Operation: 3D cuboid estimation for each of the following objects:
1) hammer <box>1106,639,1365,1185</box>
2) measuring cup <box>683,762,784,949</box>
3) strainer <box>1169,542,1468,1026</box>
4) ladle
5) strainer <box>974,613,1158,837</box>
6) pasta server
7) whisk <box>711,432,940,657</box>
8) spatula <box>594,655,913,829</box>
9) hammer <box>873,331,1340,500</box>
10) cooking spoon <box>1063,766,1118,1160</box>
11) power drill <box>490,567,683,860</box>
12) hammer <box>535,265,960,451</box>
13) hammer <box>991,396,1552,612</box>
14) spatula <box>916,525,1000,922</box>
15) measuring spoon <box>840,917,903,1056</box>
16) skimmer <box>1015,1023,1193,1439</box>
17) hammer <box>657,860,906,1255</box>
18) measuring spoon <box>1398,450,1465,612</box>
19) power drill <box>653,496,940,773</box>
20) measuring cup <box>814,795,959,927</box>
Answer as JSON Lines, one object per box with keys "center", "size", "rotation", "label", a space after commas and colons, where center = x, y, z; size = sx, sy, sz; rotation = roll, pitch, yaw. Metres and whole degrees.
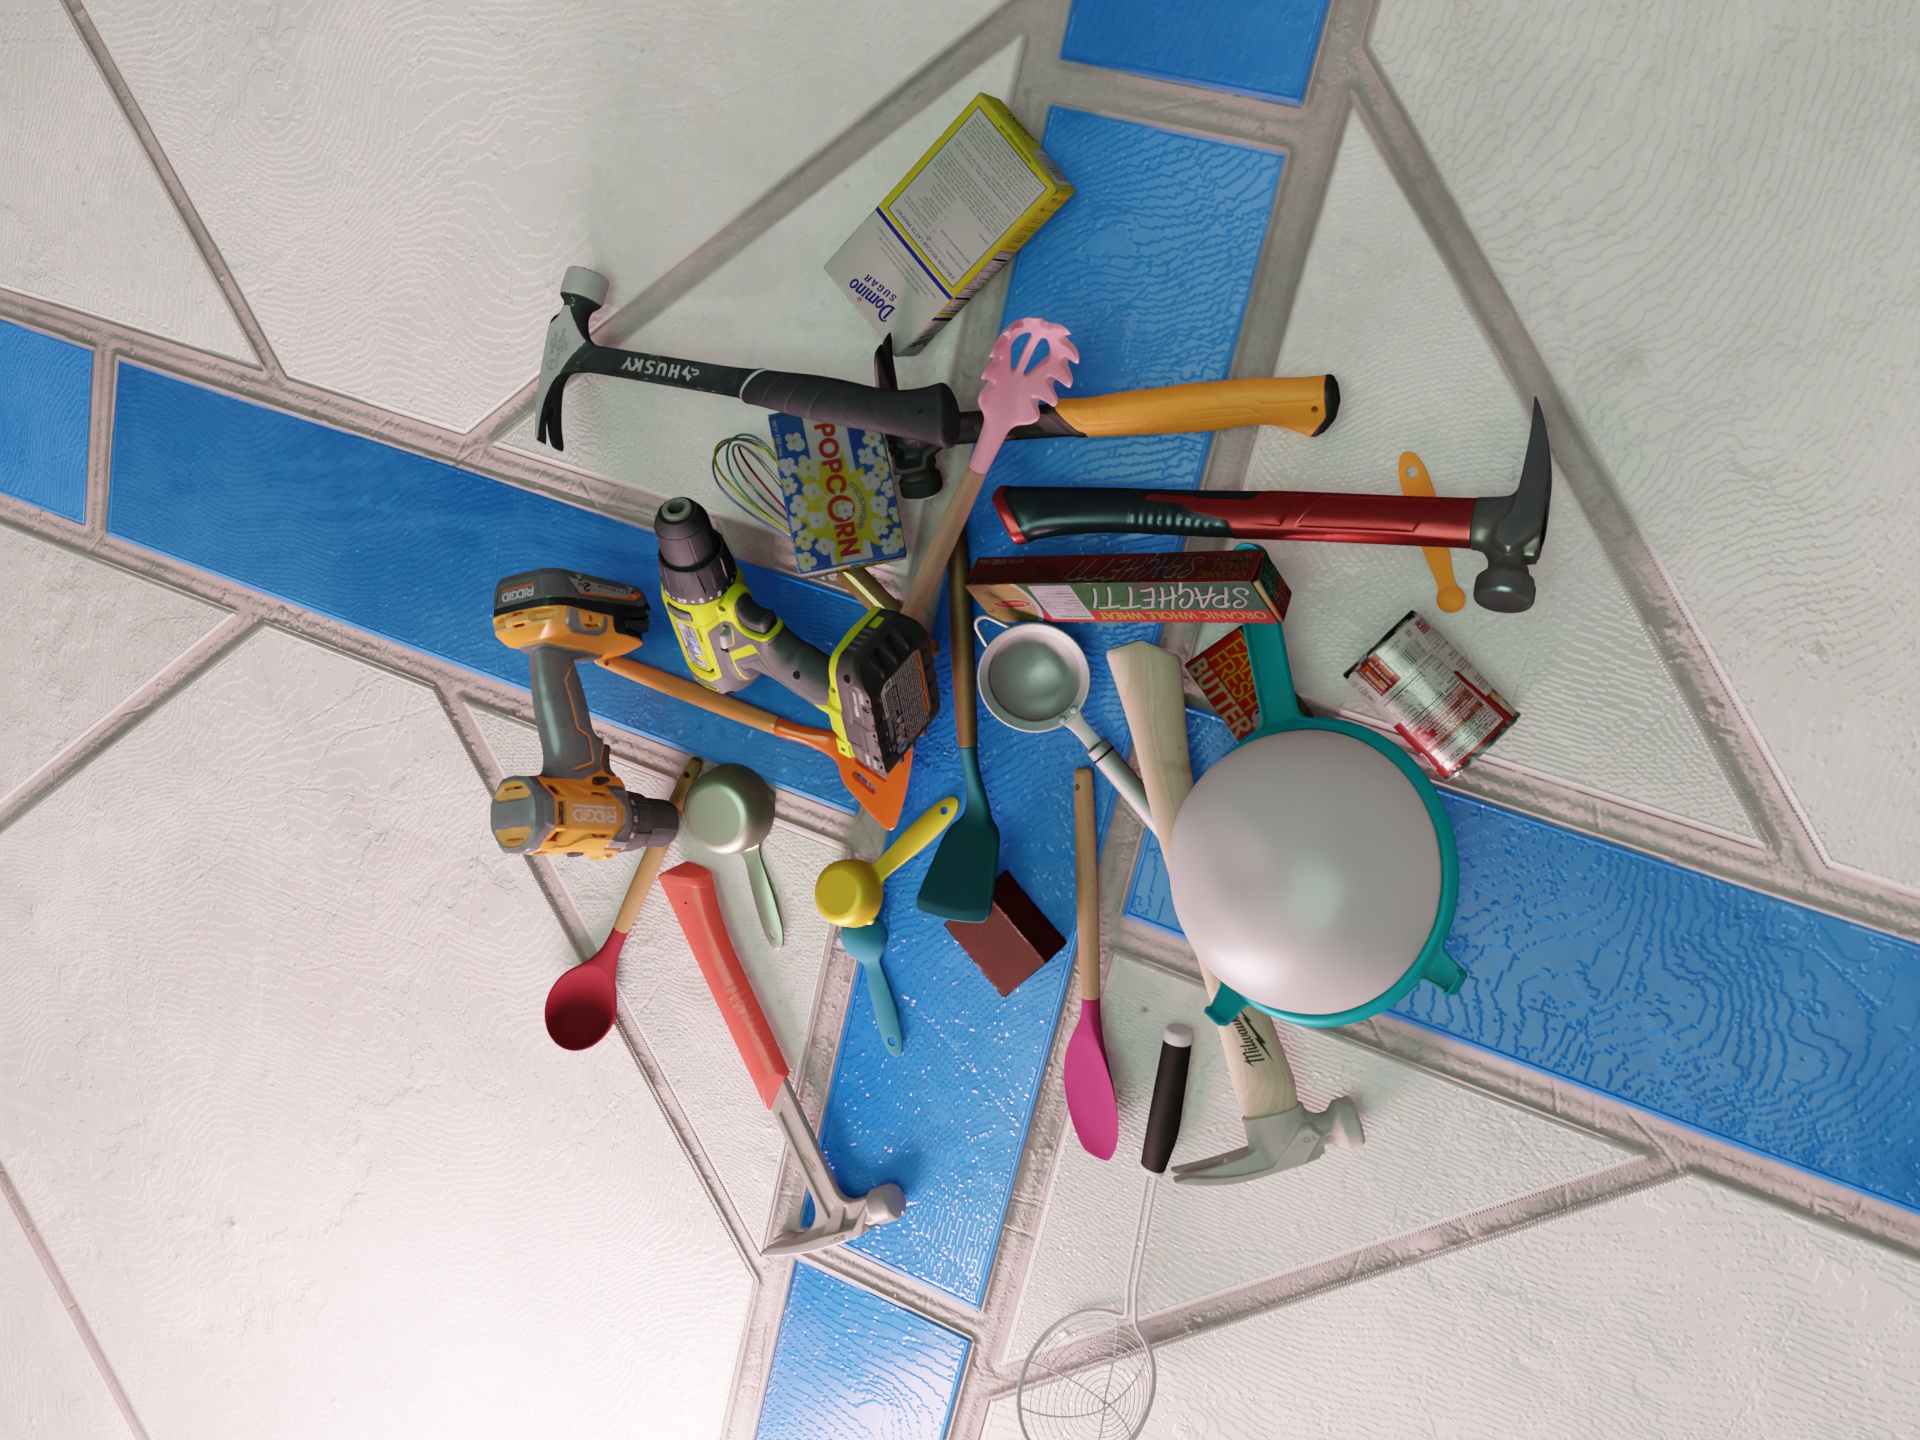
{"center": [0.174, 0.142, 1.184], "size": [0.146, 0.038, 0.410], "rotation": [-17, 93, 3], "label": "hammer"}
{"center": [-0.187, 0.120, 1.358], "size": [0.083, 0.038, 0.167], "rotation": [-16, 93, 25], "label": "measuring cup"}
{"center": [0.205, 0.038, 1.072], "size": [0.211, 0.095, 0.340], "rotation": [-18, 76, 39], "label": "strainer"}
{"center": [-0.296, 0.165, 1.423], "size": [0.069, 0.031, 0.315], "rotation": [32, 110, 12], "label": "ladle"}
{"center": [0.101, 0.017, 1.212], "size": [0.087, 0.050, 0.258], "rotation": [-40, 90, 18], "label": "strainer"}
{"center": [0.002, -0.158, 1.165], "size": [0.060, 0.040, 0.316], "rotation": [18, 123, -13], "label": "pasta server"}
{"center": [-0.104, -0.140, 1.268], "size": [0.245, 0.047, 0.051], "rotation": [45, 113, 4], "label": "whisk"}
{"center": [-0.177, -0.002, 1.327], "size": [0.323, 0.041, 0.081], "rotation": [20, 109, 19], "label": "spatula"}
{"center": [0.100, -0.227, 1.146], "size": [0.337, 0.034, 0.127], "rotation": [0, 126, 20], "label": "hammer"}
{"center": [0.103, 0.194, 1.256], "size": [0.069, 0.017, 0.319], "rotation": [11, 107, 56], "label": "cooking spoon"}
{"center": [-0.301, 0.002, 1.309], "size": [0.084, 0.185, 0.226], "rotation": [-9, 79, 31], "label": "power drill"}
{"center": [-0.173, -0.252, 1.209], "size": [0.409, 0.036, 0.149], "rotation": [16, 89, 31], "label": "hammer"}
{"center": [0.205, -0.157, 1.107], "size": [0.386, 0.038, 0.143], "rotation": [6, 73, 26], "label": "hammer"}
{"center": [-0.002, -0.004, 1.243], "size": [0.082, 0.044, 0.317], "rotation": [4, 99, 46], "label": "spatula"}
{"center": [-0.073, 0.225, 1.340], "size": [0.042, 0.021, 0.128], "rotation": [-14, 94, 25], "label": "measuring spoon"}
{"center": [0.122, 0.416, 1.261], "size": [0.127, 0.090, 0.363], "rotation": [25, 111, 50], "label": "skimmer"}
{"center": [-0.183, 0.294, 1.397], "size": [0.149, 0.037, 0.359], "rotation": [-24, 92, 26], "label": "hammer"}
{"center": [0.324, -0.130, 1.098], "size": [0.021, 0.011, 0.117], "rotation": [-16, 95, 25], "label": "measuring spoon"}
{"center": [-0.135, -0.068, 1.217], "size": [0.229, 0.080, 0.190], "rotation": [26, 150, 24], "label": "power drill"}
{"center": [-0.061, 0.112, 1.302], "size": [0.156, 0.029, 0.062], "rotation": [-43, 65, 21], "label": "measuring cup"}
